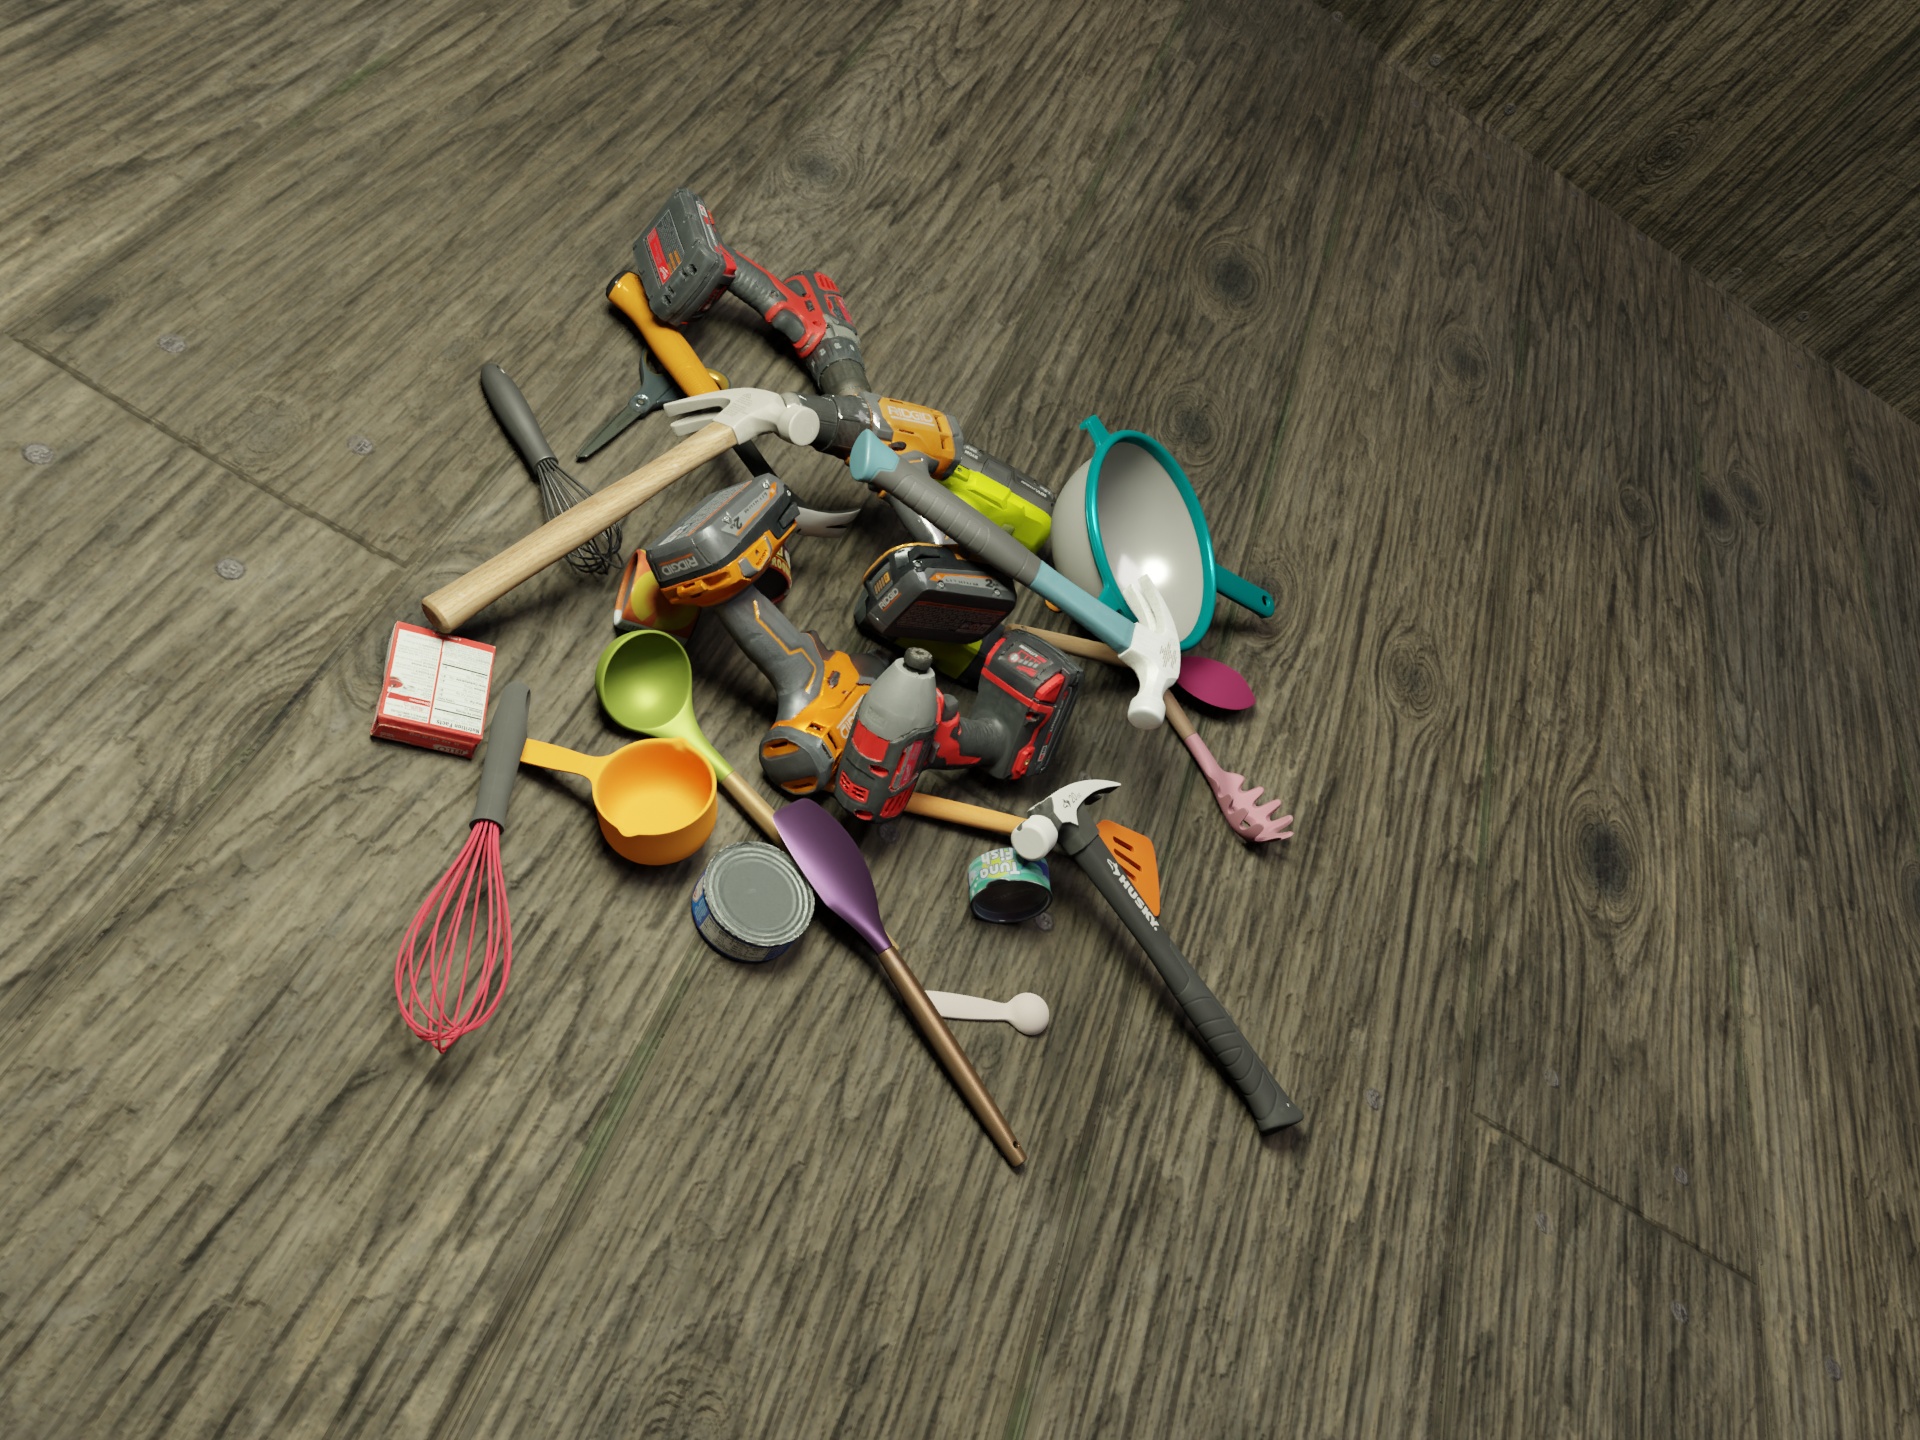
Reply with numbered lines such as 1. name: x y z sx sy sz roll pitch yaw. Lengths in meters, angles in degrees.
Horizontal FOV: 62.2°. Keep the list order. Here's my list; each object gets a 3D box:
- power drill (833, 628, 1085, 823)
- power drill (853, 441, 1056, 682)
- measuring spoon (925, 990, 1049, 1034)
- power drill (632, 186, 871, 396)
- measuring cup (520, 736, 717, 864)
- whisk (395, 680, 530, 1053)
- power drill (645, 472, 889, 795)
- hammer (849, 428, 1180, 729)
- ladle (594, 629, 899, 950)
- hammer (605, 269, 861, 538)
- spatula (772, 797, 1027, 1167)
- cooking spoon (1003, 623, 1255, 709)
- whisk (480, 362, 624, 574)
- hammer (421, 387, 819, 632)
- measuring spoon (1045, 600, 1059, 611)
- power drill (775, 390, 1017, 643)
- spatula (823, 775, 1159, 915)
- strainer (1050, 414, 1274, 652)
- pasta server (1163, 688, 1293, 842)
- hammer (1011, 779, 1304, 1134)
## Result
1. power drill: -0.002 -0.004 1.278 0.079 0.143 0.219 35 30 29
2. power drill: 0.010 -0.137 1.458 0.171 0.080 0.223 27 50 -12
3. measuring spoon: 0.016 0.219 1.221 0.124 0.018 0.034 11 52 -24
4. power drill: -0.181 -0.378 1.484 0.226 0.080 0.188 19 39 -44
5. measuring cup: -0.260 0.052 1.164 0.173 0.052 0.095 15 50 11
6. whisk: -0.324 0.089 1.076 0.073 0.073 0.296 17 48 -20
7. power drill: -0.137 -0.075 1.261 0.226 0.084 0.164 62 37 -21
8. hammer: 0.048 -0.127 1.295 0.330 0.033 0.128 33 51 -18
9. ladle: -0.158 0.059 1.212 0.320 0.062 0.078 46 67 3
10. hammer: -0.218 -0.285 1.408 0.127 0.034 0.337 2 45 -52
11. spatula: -0.041 0.192 1.184 0.060 0.018 0.316 -24 78 -47
12. cooking spoon: 0.165 -0.055 1.481 0.318 0.017 0.069 10 43 -38
13. whisk: -0.341 -0.211 1.314 0.055 0.055 0.239 -15 61 -39
14. hammer: -0.270 -0.168 1.228 0.331 0.031 0.130 -39 43 -27
15. measuring spoon: 0.109 -0.146 1.568 0.021 0.011 0.117 34 45 -5
16. power drill: -0.060 -0.182 1.337 0.185 0.084 0.226 4 57 -39
17. spatula: 0.032 0.091 1.330 0.322 0.041 0.081 14 49 -17
18. strainer: 0.186 -0.144 1.533 0.340 0.095 0.211 18 64 -50
19. pasta server: 0.209 -0.010 1.508 0.060 0.040 0.316 -7 59 -48
20. hammer: 0.171 0.194 1.288 0.335 0.035 0.146 54 32 0
